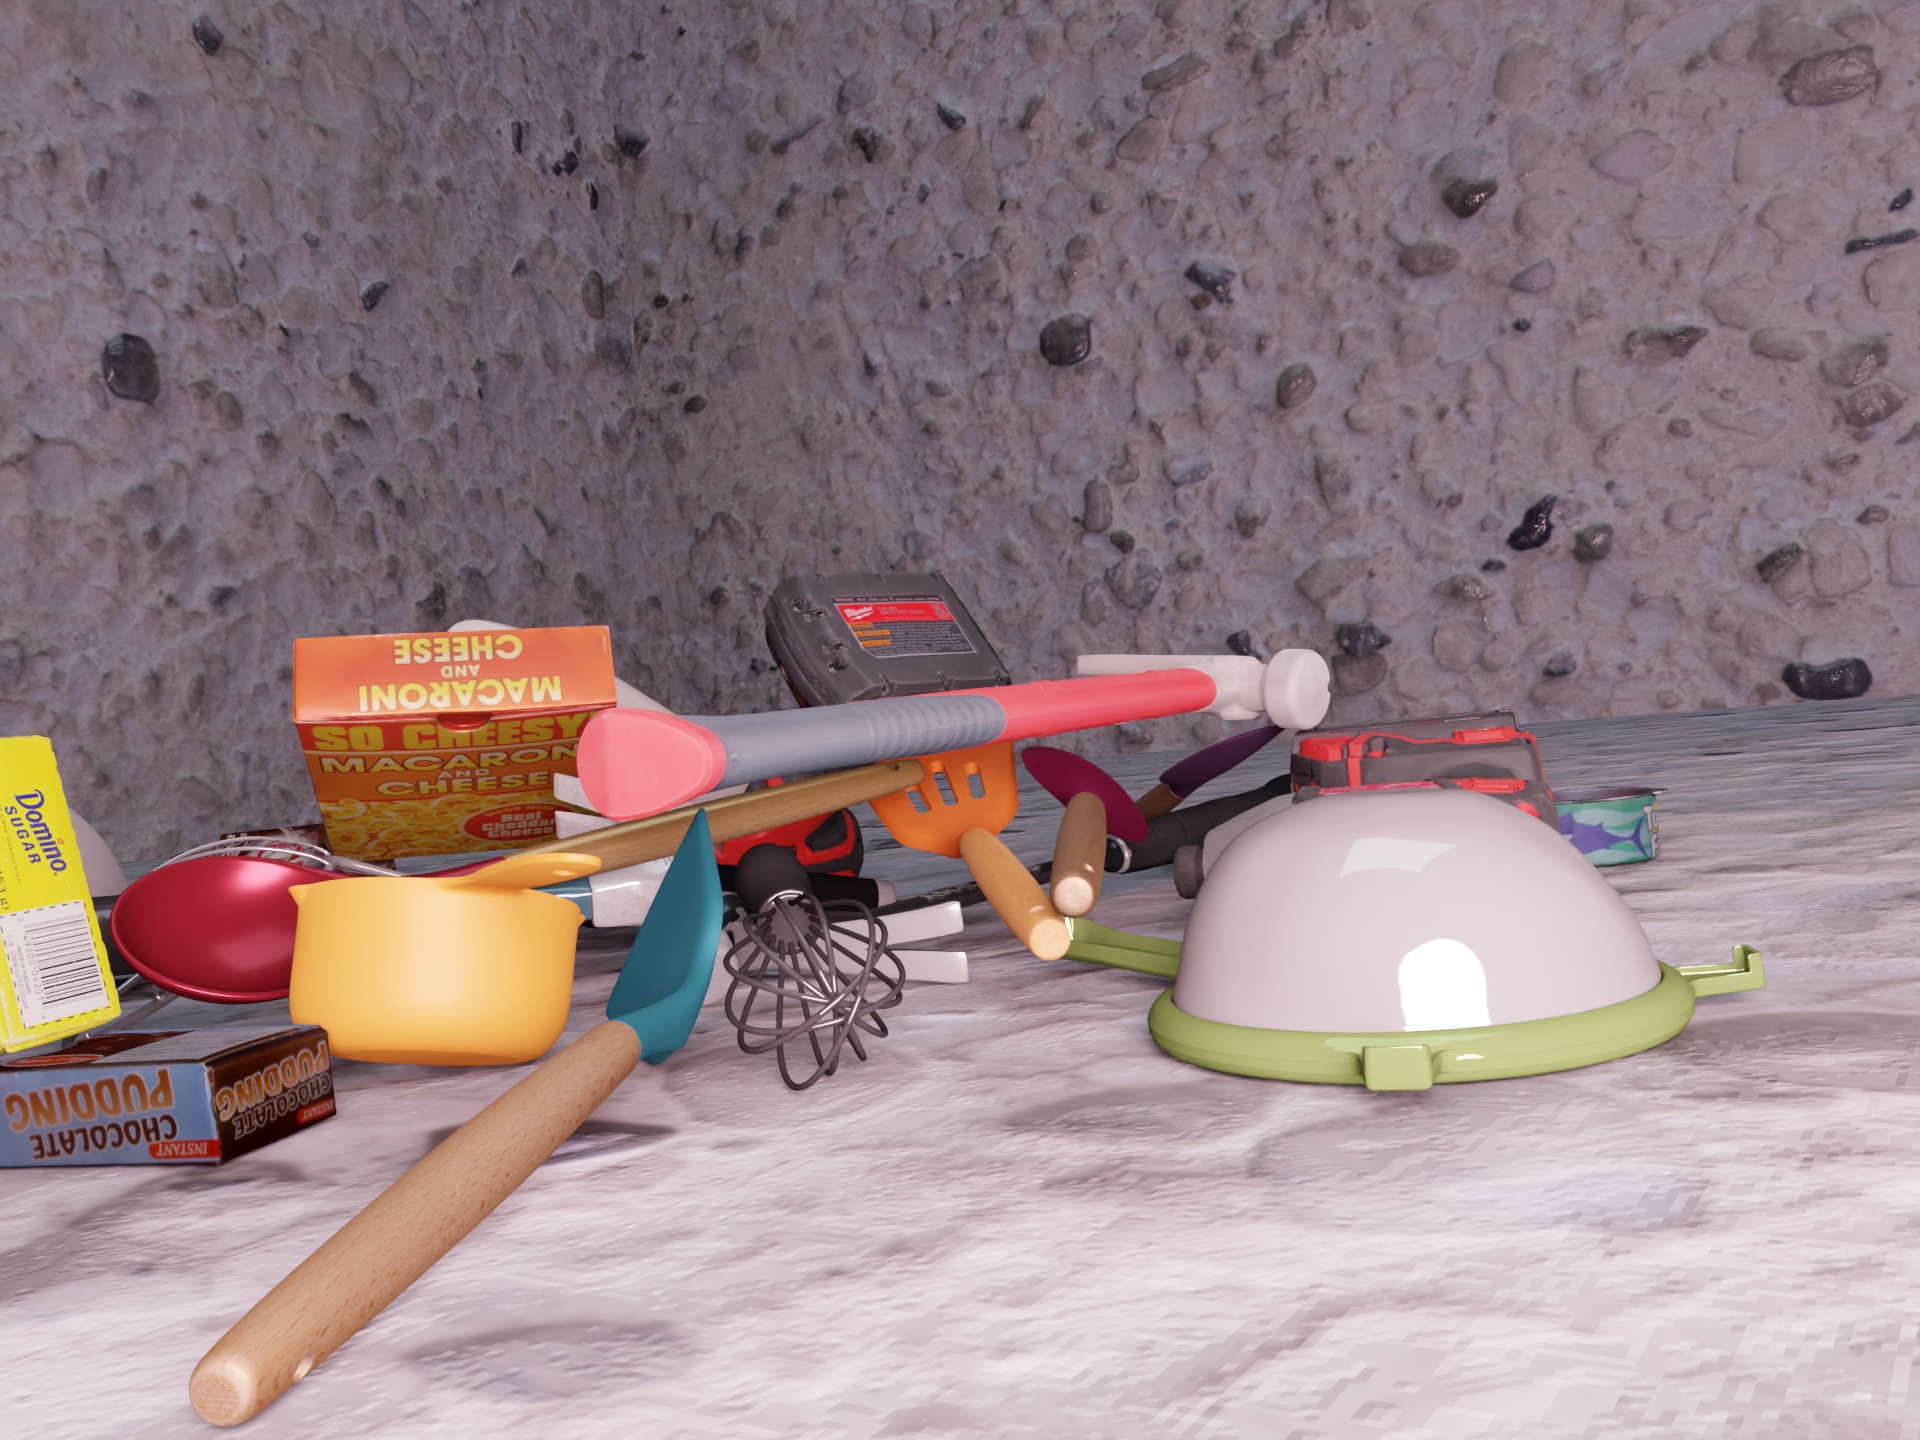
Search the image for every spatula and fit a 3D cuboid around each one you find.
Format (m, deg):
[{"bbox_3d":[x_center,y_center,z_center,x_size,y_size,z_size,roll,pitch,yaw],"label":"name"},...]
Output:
[{"bbox_3d":[-0.108,0.088,0.407,0.044,0.082,0.317,27,7,4],"label":"spatula"},{"bbox_3d":[0.007,0.044,0.624,0.081,0.041,0.322,-15,6,-5],"label":"spatula"},{"bbox_3d":[0.120,0.044,0.932,0.060,0.018,0.316,-16,-11,-11],"label":"spatula"}]

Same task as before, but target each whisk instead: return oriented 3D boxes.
[{"bbox_3d":[-0.059,0.072,0.543,0.055,0.055,0.239,-6,6,-11],"label":"whisk"}]

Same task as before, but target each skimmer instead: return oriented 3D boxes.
[{"bbox_3d":[-0.205,0.106,0.732,0.363,0.090,0.127,5,0,-23],"label":"skimmer"}]

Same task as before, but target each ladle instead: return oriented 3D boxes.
[{"bbox_3d":[-0.149,0.051,0.611,0.315,0.031,0.069,-13,47,-31],"label":"ladle"}]

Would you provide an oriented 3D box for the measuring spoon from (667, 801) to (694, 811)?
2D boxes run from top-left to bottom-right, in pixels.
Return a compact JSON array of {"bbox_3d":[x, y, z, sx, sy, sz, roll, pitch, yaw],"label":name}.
[{"bbox_3d":[-0.170,0.056,0.759,0.124,0.018,0.034,-16,-24,31],"label":"measuring spoon"}]

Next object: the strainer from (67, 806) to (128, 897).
[{"bbox_3d":[-0.572,0.067,0.833,0.340,0.095,0.211,14,20,38],"label":"strainer"}]

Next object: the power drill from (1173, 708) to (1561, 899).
[{"bbox_3d":[0.179,0.047,0.674,0.143,0.078,0.219,-6,3,21],"label":"power drill"}]

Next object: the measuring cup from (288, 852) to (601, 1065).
[{"bbox_3d":[-0.146,0.075,0.477,0.095,0.052,0.173,11,-18,-31],"label":"measuring cup"}]

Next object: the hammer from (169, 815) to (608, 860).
[{"bbox_3d":[-0.359,0.067,0.985,0.335,0.035,0.146,-12,-25,20],"label":"hammer"}]

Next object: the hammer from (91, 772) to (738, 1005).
[{"bbox_3d":[-0.259,0.076,0.607,0.331,0.033,0.128,-4,32,-17],"label":"hammer"}]

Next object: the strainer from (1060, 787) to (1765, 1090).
[{"bbox_3d":[0.099,0.055,0.503,0.151,0.069,0.256,-6,2,-31],"label":"strainer"}]

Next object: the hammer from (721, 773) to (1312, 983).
[{"bbox_3d":[0.067,0.067,0.772,0.149,0.036,0.408,-3,4,45],"label":"hammer"}]

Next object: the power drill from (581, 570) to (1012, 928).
[{"bbox_3d":[-0.098,0.028,0.820,0.187,0.080,0.226,-5,-37,-44],"label":"power drill"}]

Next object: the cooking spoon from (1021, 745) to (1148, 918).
[{"bbox_3d":[0.048,0.038,0.611,0.069,0.017,0.319,34,7,2],"label":"cooking spoon"}]

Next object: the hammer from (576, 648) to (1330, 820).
[{"bbox_3d":[-0.001,-0.002,0.667,0.143,0.038,0.386,2,6,41],"label":"hammer"}]
